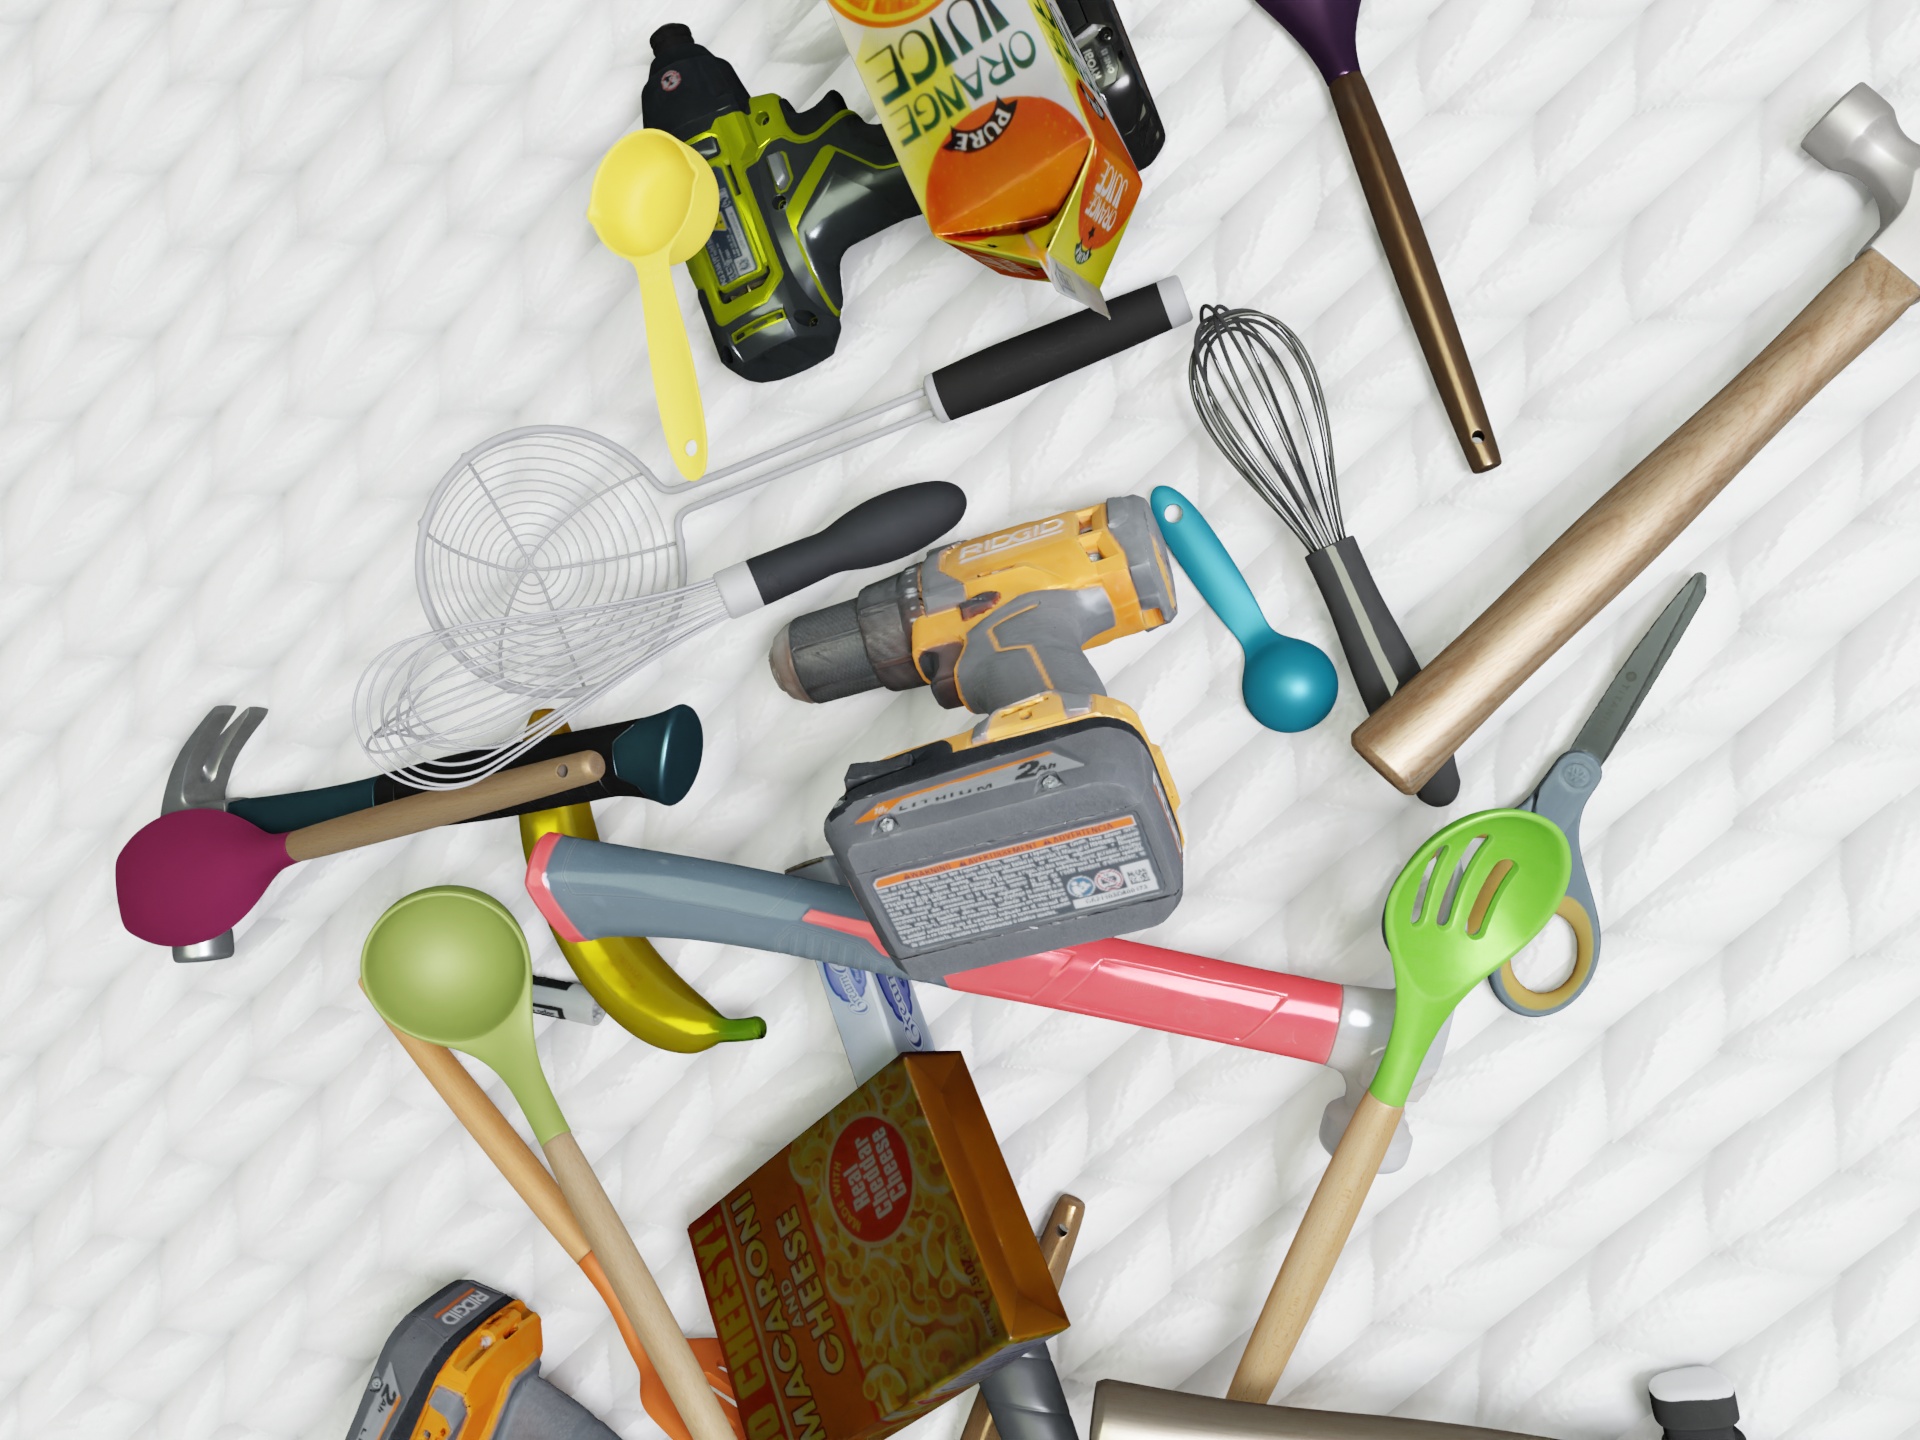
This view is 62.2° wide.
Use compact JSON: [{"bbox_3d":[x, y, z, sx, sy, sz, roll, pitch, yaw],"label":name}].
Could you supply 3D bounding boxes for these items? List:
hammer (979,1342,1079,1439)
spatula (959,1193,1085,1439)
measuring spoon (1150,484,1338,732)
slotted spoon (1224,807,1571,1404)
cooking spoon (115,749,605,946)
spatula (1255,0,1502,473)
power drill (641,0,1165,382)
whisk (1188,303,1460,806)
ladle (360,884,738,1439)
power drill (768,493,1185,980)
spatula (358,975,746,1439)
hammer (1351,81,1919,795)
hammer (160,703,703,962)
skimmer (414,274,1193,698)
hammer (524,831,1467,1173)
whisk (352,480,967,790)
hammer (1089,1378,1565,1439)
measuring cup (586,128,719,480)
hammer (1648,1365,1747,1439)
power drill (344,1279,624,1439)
[{"bbox_3d":[0.057,0.346,0.647,0.149,0.036,0.409,-26,66,4],"label":"hammer"},{"bbox_3d":[-0.005,0.364,0.728,0.082,0.044,0.317,21,90,14],"label":"spatula"},{"bbox_3d":[0.120,-0.051,0.701,0.042,0.021,0.129,-34,82,12],"label":"measuring spoon"},{"bbox_3d":[0.159,0.173,0.640,0.070,0.031,0.313,15,106,-17],"label":"slotted spoon"},{"bbox_3d":[-0.298,0.055,0.757,0.319,0.017,0.069,-14,82,24],"label":"cooking spoon"},{"bbox_3d":[0.178,-0.257,0.693,0.060,0.018,0.316,-19,83,13],"label":"spatula"},{"bbox_3d":[-0.036,-0.277,0.722,0.223,0.080,0.171,-22,84,17],"label":"power drill"},{"bbox_3d":[0.157,-0.072,0.684,0.055,0.055,0.239,-25,87,13],"label":"whisk"},{"bbox_3d":[-0.175,0.211,0.713,0.078,0.062,0.320,-36,70,3],"label":"ladle"},{"bbox_3d":[-0.001,-0.002,0.645,0.185,0.226,0.084,-15,123,14],"label":"power drill"},{"bbox_3d":[-0.189,0.233,0.766,0.323,0.081,0.041,45,122,16],"label":"spatula"},{"bbox_3d":[0.289,-0.094,0.638,0.331,0.031,0.130,-45,80,4],"label":"hammer"},{"bbox_3d":[-0.267,0.039,0.771,0.331,0.033,0.128,-10,84,24],"label":"hammer"},{"bbox_3d":[-0.069,-0.117,0.718,0.363,0.090,0.127,-20,107,12],"label":"skimmer"},{"bbox_3d":[0.011,0.083,0.666,0.386,0.038,0.143,11,104,2],"label":"hammer"},{"bbox_3d":[-0.127,-0.044,0.699,0.284,0.070,0.070,-23,83,-7],"label":"whisk"},{"bbox_3d":[0.256,0.290,0.610,0.410,0.038,0.146,6,85,6],"label":"hammer"},{"bbox_3d":[-0.125,-0.182,0.706,0.062,0.029,0.156,-11,88,26],"label":"measuring cup"},{"bbox_3d":[0.159,0.356,0.663,0.337,0.034,0.127,-11,85,9],"label":"hammer"},{"bbox_3d":[-0.179,0.383,0.744,0.226,0.084,0.164,25,96,10],"label":"power drill"}]
